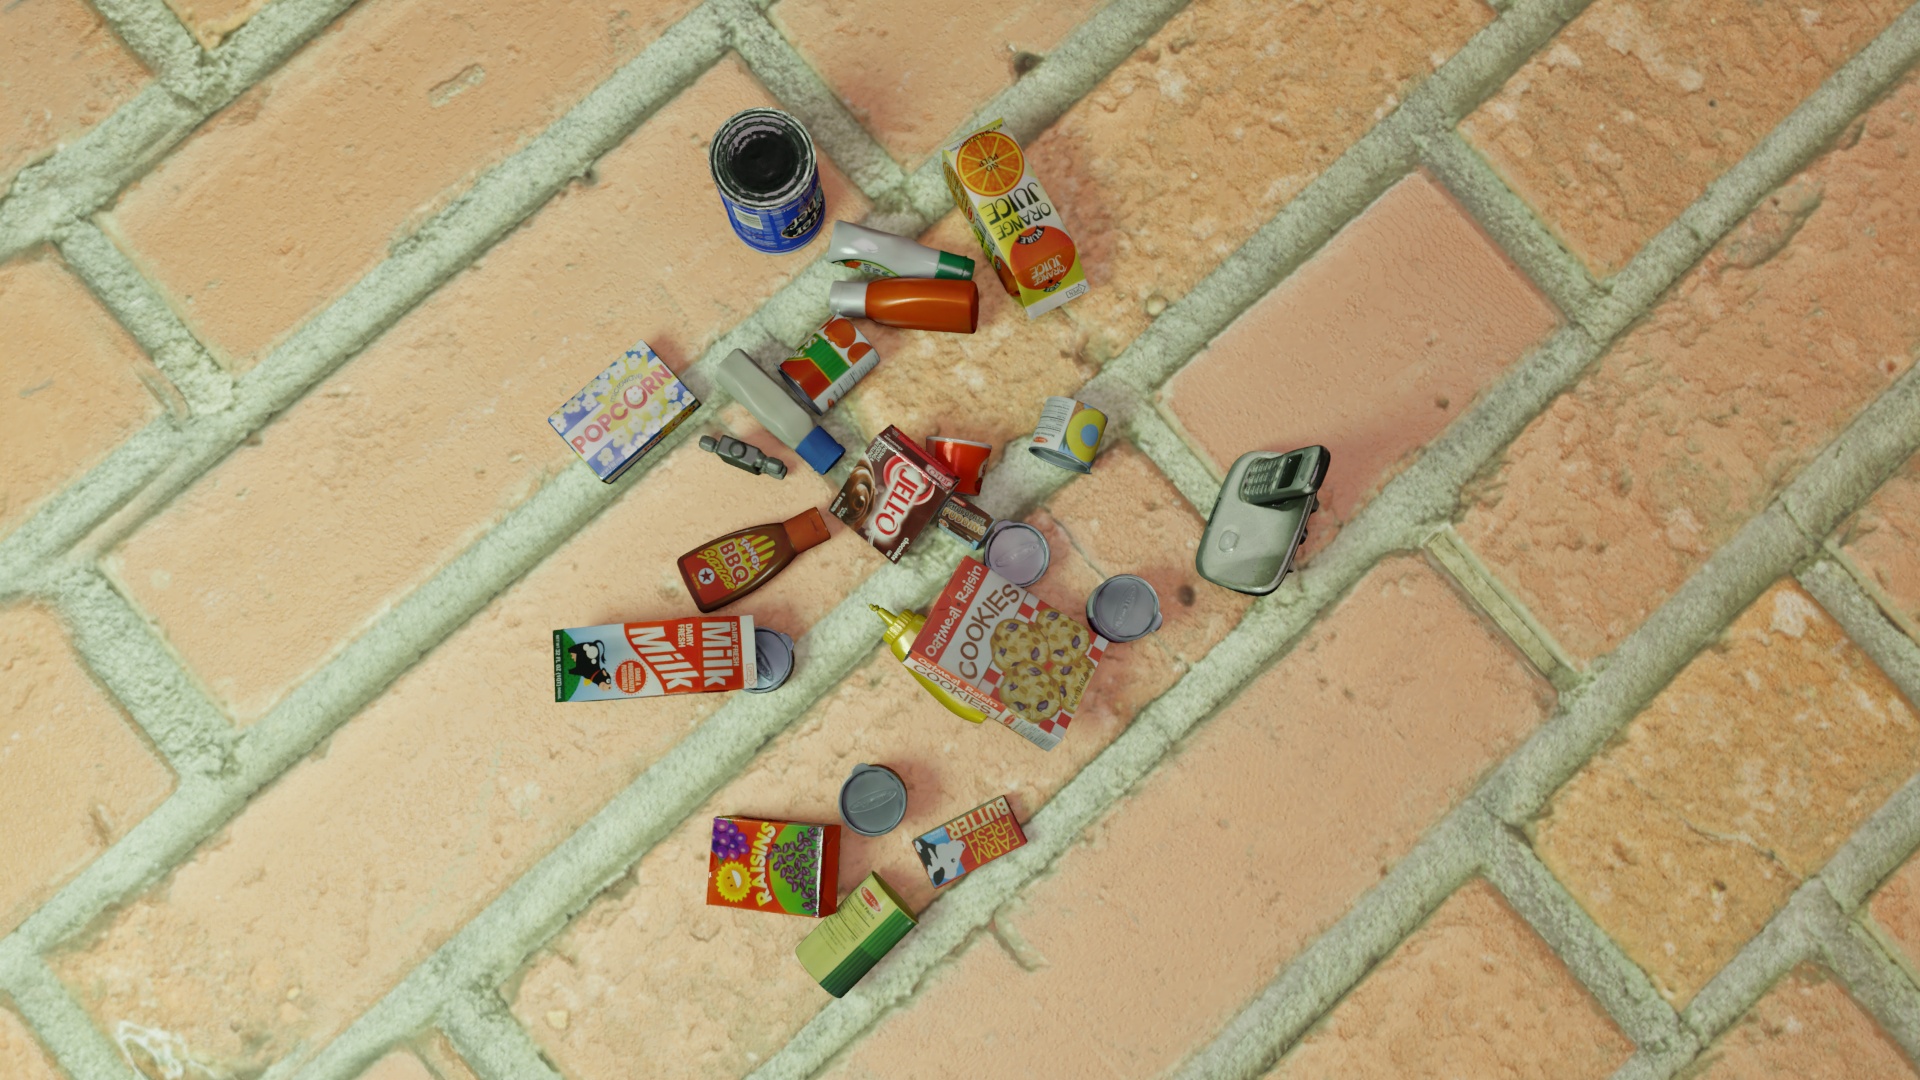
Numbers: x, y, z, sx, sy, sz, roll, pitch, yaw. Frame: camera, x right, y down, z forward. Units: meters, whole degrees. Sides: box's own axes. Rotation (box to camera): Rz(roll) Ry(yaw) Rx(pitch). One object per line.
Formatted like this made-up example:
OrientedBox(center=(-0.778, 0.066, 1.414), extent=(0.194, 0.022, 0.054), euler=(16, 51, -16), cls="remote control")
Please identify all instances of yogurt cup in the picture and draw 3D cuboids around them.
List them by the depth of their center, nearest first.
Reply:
OrientedBox(center=(-0.005, -0.074, 1.391), extent=(0.072, 0.072, 0.054), euler=(8, 91, -1), cls="yogurt cup")

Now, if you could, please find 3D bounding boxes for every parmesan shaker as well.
OrientedBox(center=(-0.101, 0.377, 1.332), extent=(0.103, 0.071, 0.071), euler=(-44, 86, -5), cls="parmesan shaker")

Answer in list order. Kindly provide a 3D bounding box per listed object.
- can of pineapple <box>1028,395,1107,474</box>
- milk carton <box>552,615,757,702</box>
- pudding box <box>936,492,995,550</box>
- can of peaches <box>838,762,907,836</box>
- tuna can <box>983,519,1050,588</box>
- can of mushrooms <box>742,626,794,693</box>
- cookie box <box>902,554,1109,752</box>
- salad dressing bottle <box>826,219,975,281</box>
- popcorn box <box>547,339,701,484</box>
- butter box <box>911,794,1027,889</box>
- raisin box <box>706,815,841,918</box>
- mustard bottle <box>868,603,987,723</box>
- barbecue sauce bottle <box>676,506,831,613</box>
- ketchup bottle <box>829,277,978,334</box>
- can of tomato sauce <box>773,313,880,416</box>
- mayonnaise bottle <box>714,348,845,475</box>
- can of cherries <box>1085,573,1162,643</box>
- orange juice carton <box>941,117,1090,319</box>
OrientedBox(center=(0.110, -0.106, 1.398), extent=(0.071, 0.071, 0.058), euler=(21, 83, 1), cls="can of pineapple")
OrientedBox(center=(-0.287, 0.114, 1.332), extent=(0.190, 0.073, 0.072), euler=(-6, 83, 11), cls="milk carton")
OrientedBox(center=(0.005, -0.017, 1.373), extent=(0.050, 0.083, 0.030), euler=(34, 83, 2), cls="pudding box")
OrientedBox(center=(-0.085, 0.249, 1.350), extent=(0.071, 0.058, 0.071), euler=(0, 83, -1), cls="can of peaches")
OrientedBox(center=(0.055, 0.014, 1.396), extent=(0.071, 0.033, 0.071), euler=(0, 83, -2), cls="tuna can")
OrientedBox(center=(-0.196, 0.117, 1.375), extent=(0.071, 0.033, 0.071), euler=(0, 83, -1), cls="can of mushrooms")
OrientedBox(center=(0.045, 0.107, 1.343), extent=(0.167, 0.040, 0.123), euler=(32, 58, -2), cls="cookie box")
OrientedBox(center=(-0.060, -0.288, 1.418), extent=(0.148, 0.064, 0.044), euler=(13, 91, -8), cls="salad dressing bottle")
OrientedBox(center=(-0.338, -0.129, 1.398), extent=(0.127, 0.038, 0.085), euler=(-42, 86, -6), cls="popcorn box")
OrientedBox(center=(0.009, 0.295, 1.364), extent=(0.103, 0.024, 0.053), euler=(-26, 84, -5), cls="butter box")
OrientedBox(center=(-0.179, 0.310, 1.327), extent=(0.123, 0.040, 0.086), euler=(0, 83, 23), cls="raisin box")
OrientedBox(center=(-0.027, 0.112, 1.373), extent=(0.160, 0.048, 0.065), euler=(40, 75, 4), cls="mustard bottle")
OrientedBox(center=(-0.203, 0.014, 1.382), extent=(0.149, 0.043, 0.065), euler=(-26, 84, -5), cls="barbecue sauce bottle")
OrientedBox(center=(-0.057, -0.241, 1.412), extent=(0.149, 0.064, 0.044), euler=(5, 66, 7), cls="ketchup bottle")
OrientedBox(center=(-0.134, -0.178, 1.397), extent=(0.083, 0.071, 0.071), euler=(-43, 86, -7), cls="can of tomato sauce")
OrientedBox(center=(-0.180, -0.128, 1.393), extent=(0.148, 0.064, 0.041), euler=(43, 80, -1), cls="mayonnaise bottle")
OrientedBox(center=(0.162, 0.070, 1.381), extent=(0.071, 0.058, 0.071), euler=(0, 82, -2), cls="can of cherries")
OrientedBox(center=(0.056, -0.322, 1.418), extent=(0.072, 0.073, 0.193), euler=(-28, 85, -5), cls="orange juice carton")
